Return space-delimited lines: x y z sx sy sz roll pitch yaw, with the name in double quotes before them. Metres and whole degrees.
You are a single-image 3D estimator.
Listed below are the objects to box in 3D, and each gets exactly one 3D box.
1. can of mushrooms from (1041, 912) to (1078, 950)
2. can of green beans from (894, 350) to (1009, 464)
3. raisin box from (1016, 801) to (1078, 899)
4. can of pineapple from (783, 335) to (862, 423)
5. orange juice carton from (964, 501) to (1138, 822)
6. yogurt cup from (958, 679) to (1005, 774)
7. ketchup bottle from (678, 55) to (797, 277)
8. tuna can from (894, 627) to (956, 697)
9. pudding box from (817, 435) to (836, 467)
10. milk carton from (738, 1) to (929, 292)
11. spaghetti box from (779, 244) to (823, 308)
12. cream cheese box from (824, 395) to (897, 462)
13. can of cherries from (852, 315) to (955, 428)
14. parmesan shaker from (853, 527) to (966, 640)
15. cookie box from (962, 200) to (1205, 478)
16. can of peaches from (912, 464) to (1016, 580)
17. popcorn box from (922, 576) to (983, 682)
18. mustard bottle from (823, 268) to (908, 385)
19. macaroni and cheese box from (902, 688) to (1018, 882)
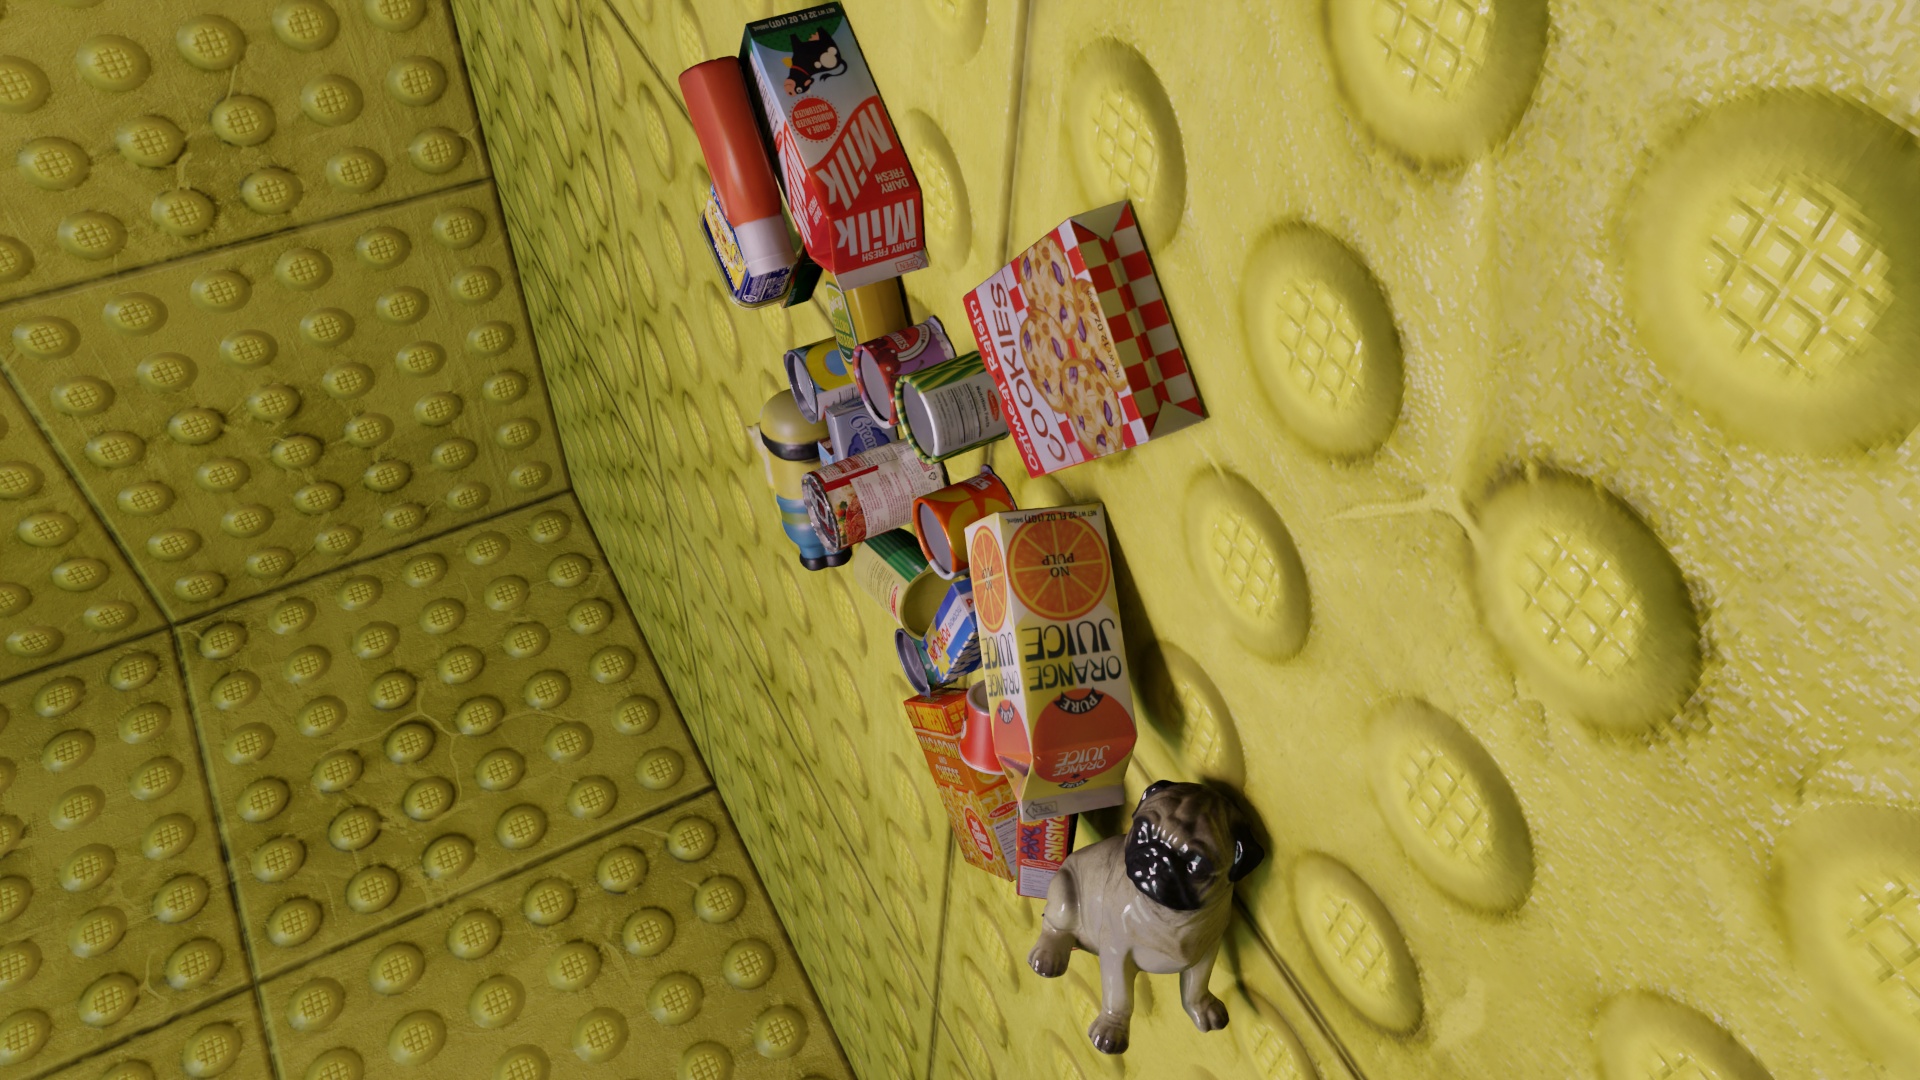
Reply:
"can of mushrooms" 0.099 0.282 1.052 0.033 0.071 0.071 65 160 5
"can of green beans" -0.006 -0.092 0.964 0.071 0.058 0.071 53 155 38
"raisin box" 0.067 0.198 1.035 0.122 0.040 0.086 89 -167 -44
"can of pineapple" -0.112 -0.142 1.190 0.071 0.058 0.070 52 154 39
"orange juice carton" 0.058 0.077 0.880 0.073 0.072 0.193 152 111 -71
"yogurt cup" 0.032 0.145 1.100 0.072 0.072 0.053 40 138 53
"ketchup bottle" -0.157 -0.264 0.989 0.065 0.043 0.148 19 128 69
"tuna can" -0.030 0.107 1.269 0.071 0.033 0.070 53 155 38
"pudding box" -0.097 -0.059 1.251 0.030 0.050 0.083 47 151 43
"milk carton" -0.088 -0.270 0.979 0.190 0.072 0.073 68 161 5
"spaghetti box" -0.127 -0.262 1.151 0.050 0.029 0.249 67 160 6
"cream cheese box" -0.079 -0.072 1.184 0.024 0.053 0.103 42 147 54
"can of cherries" -0.040 -0.124 1.020 0.072 0.058 0.071 53 155 37
"parmesan shaker" -0.041 0.032 1.174 0.103 0.071 0.071 38 144 56
"cookie box" 0.063 -0.107 0.792 0.123 0.040 0.167 70 161 -2
"can of peaches" 0.004 -0.013 1.019 0.071 0.058 0.070 53 155 37
"popcorn box" 0.027 0.053 0.983 0.038 0.085 0.126 64 160 16
"mustard bottle" -0.077 -0.196 1.057 0.065 0.049 0.159 30 137 58
"macaroni and cheese box" 0.011 0.217 1.263 0.166 0.040 0.123 69 161 -2
